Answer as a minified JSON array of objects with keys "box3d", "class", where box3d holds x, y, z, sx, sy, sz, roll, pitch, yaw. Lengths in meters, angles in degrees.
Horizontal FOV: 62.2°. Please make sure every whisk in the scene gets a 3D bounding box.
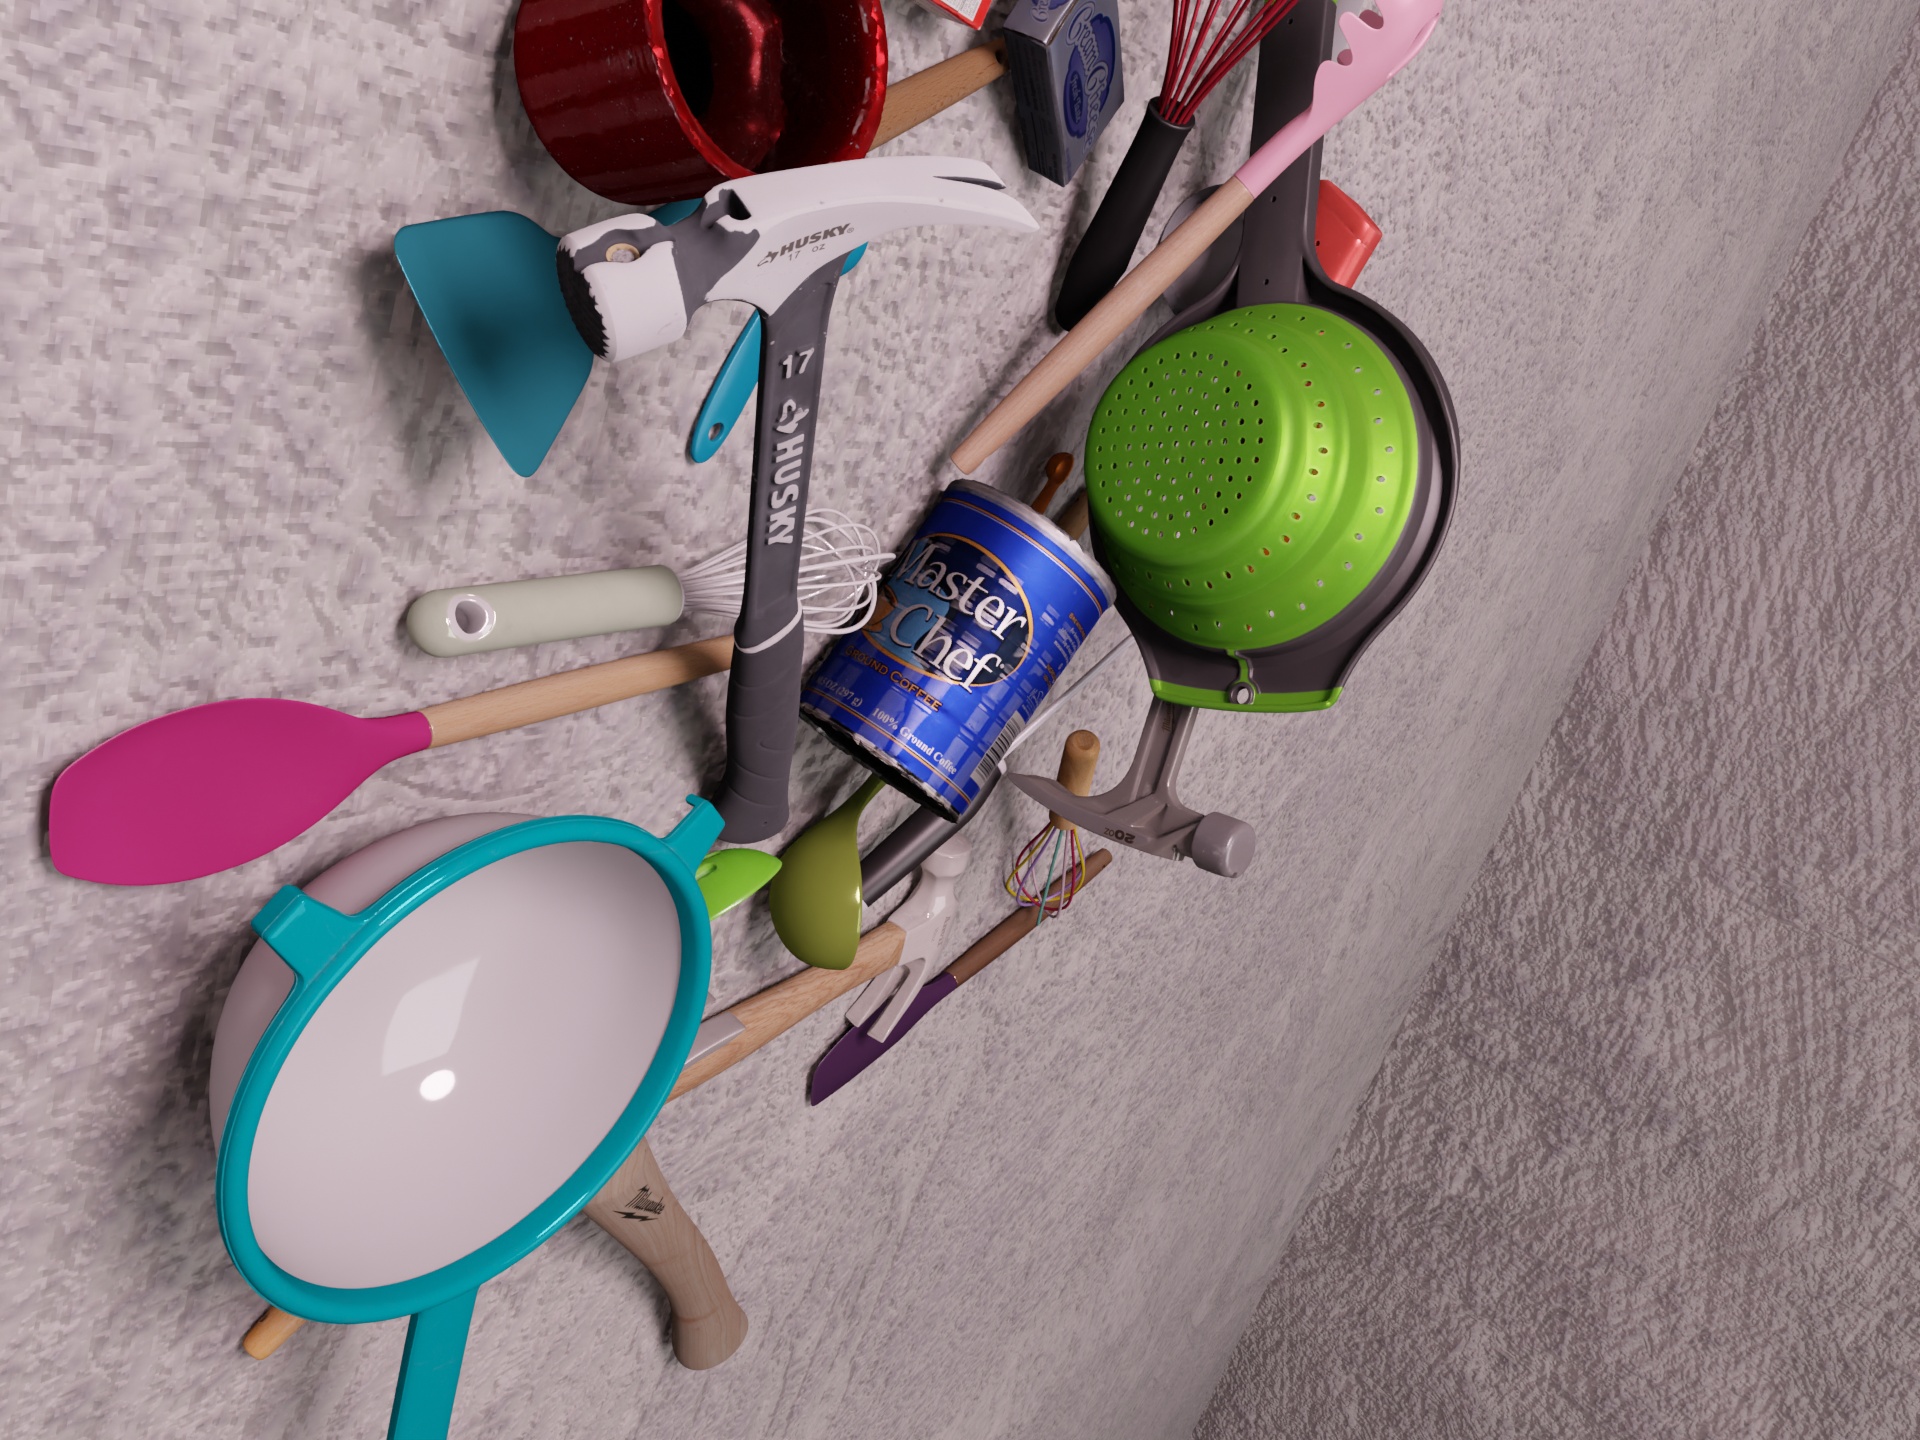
[{"box3d":[0.102,-0.287,0.708,0.073,0.073,0.295,-36,164,-38],"class":"whisk"},{"box3d":[-0.117,-0.053,0.657,0.246,0.059,0.058,-14,93,-49],"class":"whisk"},{"box3d":[0.062,0.072,1.030,0.051,0.047,0.244,-59,168,-27],"class":"whisk"}]

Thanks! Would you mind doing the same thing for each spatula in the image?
[{"box3d":[-0.071,-0.196,0.584,0.317,0.044,0.082,-42,121,-33],"class":"spatula"},{"box3d":[0.009,0.166,1.108,0.316,0.018,0.059,-32,144,-40],"class":"spatula"}]

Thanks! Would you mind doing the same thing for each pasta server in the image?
[{"box3d":[0.106,-0.234,0.742,0.316,0.040,0.060,-43,176,13],"class":"pasta server"}]

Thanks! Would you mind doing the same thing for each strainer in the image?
[{"box3d":[-0.221,0.172,0.637,0.211,0.095,0.340,-12,125,-51],"class":"strainer"},{"box3d":[0.177,-0.312,0.868,0.258,0.086,0.050,-68,-166,-4],"class":"strainer"}]

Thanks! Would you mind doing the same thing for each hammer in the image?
[{"box3d":[-0.157,0.285,0.889,0.146,0.038,0.410,-41,154,-22],"class":"hammer"},{"box3d":[-0.070,-0.052,0.619,0.149,0.036,0.408,-26,158,-22],"class":"hammer"},{"box3d":[-0.113,0.170,0.895,0.331,0.031,0.130,-24,136,-48],"class":"hammer"},{"box3d":[0.137,-0.106,0.848,0.036,0.149,0.359,9,100,-51],"class":"hammer"}]

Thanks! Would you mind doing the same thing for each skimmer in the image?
[{"box3d":[0.044,-0.036,0.944,0.363,0.090,0.127,-43,164,-11],"class":"skimmer"}]

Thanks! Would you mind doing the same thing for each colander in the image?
[{"box3d":[0.135,-0.205,0.776,0.094,0.204,0.397,8,87,-53],"class":"colander"}]

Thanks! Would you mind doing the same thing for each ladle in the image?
[{"box3d":[-0.001,-0.003,0.884,0.320,0.062,0.078,-54,-167,-18],"class":"ladle"}]

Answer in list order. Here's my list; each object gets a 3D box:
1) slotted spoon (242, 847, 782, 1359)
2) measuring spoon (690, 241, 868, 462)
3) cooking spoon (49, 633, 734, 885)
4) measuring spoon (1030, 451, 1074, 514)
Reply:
[{"box3d":[-0.203,0.166,0.734,0.314,0.070,0.031,-46,106,-16],"class":"slotted spoon"},{"box3d":[-0.071,-0.158,0.644,0.128,0.021,0.042,-61,153,1],"class":"measuring spoon"},{"box3d":[-0.187,-0.002,0.614,0.319,0.017,0.068,-19,133,-50],"class":"cooking spoon"},{"box3d":[0.027,-0.100,0.884,0.117,0.011,0.021,-57,156,4],"class":"measuring spoon"}]
